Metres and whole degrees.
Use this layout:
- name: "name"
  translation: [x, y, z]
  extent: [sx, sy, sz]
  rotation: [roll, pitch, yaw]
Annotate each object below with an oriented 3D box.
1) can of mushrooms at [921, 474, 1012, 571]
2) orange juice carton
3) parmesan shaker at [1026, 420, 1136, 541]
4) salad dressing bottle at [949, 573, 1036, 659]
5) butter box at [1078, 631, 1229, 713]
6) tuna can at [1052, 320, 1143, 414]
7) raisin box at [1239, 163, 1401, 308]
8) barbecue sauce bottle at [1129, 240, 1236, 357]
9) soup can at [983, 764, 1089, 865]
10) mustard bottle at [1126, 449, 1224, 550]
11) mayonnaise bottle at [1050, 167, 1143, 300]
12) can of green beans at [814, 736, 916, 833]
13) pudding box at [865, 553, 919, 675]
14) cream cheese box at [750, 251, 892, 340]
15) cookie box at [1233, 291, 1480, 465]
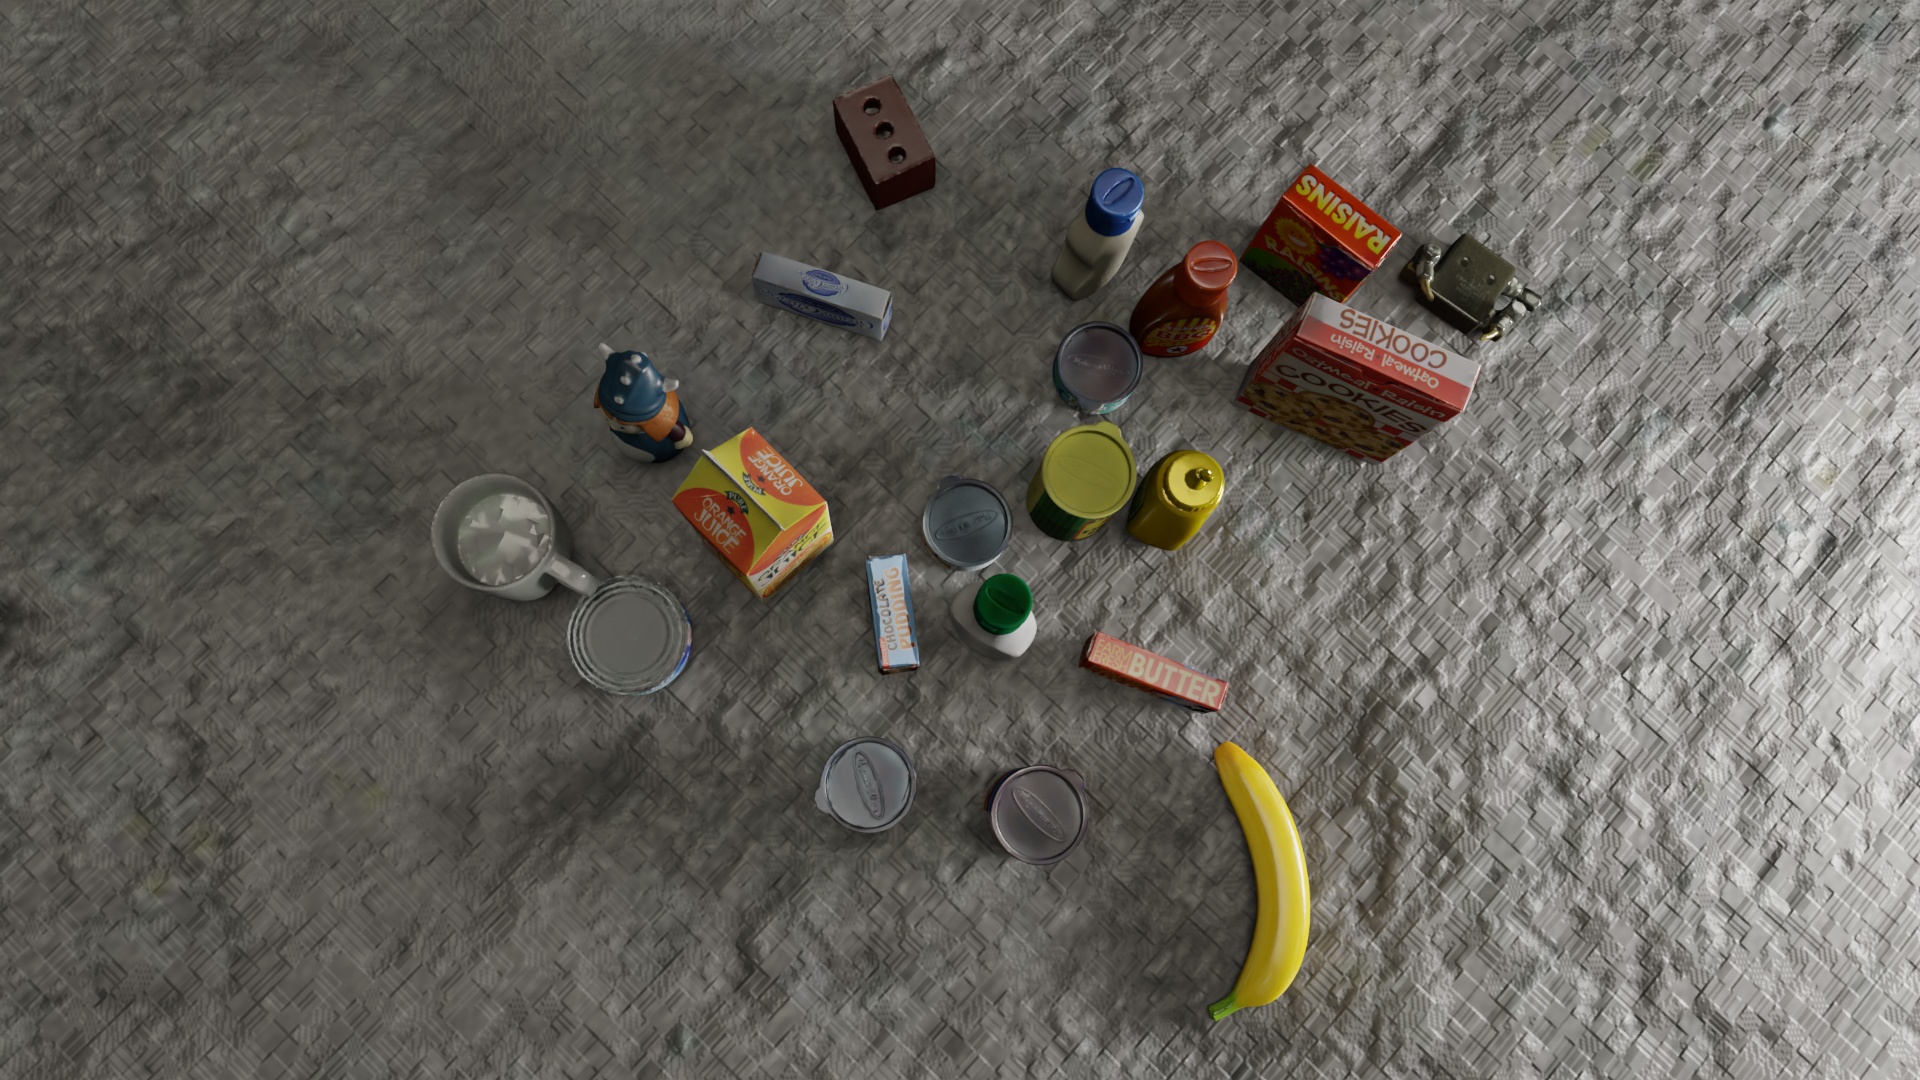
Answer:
- name: "can of mushrooms"
  translation: [0.004, -0.013, 1.031]
  extent: [0.071, 0.033, 0.071]
  rotation: [1, 80, -3]
- name: "orange juice carton"
  translation: [-0.139, -0.016, 0.943]
  extent: [0.073, 0.192, 0.072]
  rotation: [-44, 85, -9]
- name: "parmesan shaker"
  translation: [0.087, -0.041, 1.006]
  extent: [0.071, 0.103, 0.071]
  rotation: [1, 80, -3]
- name: "salad dressing bottle"
  translation: [0.025, 0.052, 0.963]
  extent: [0.064, 0.147, 0.044]
  rotation: [33, 80, 3]
- name: "butter box"
  translation: [0.139, 0.097, 1.009]
  extent: [0.103, 0.053, 0.024]
  rotation: [21, 80, 1]
- name: "tuna can"
  translation: [0.103, -0.129, 1.058]
  extent: [0.071, 0.032, 0.071]
  rotation: [1, 80, -3]
- name: "raisin box"
  translation: [0.266, -0.219, 1.038]
  extent: [0.086, 0.123, 0.040]
  rotation: [40, 81, 4]
- name: "barbecue sauce bottle"
  translation: [0.166, -0.175, 1.012]
  extent: [0.065, 0.148, 0.044]
  rotation: [-4, 81, -4]
- name: "soup can"
  translation: [0.053, 0.189, 0.972]
  extent: [0.071, 0.083, 0.071]
  rotation: [1, 80, -3]
- name: "mustard bottle"
  translation: [0.155, -0.034, 0.979]
  extent: [0.049, 0.160, 0.065]
  rotation: [23, 80, 1]
- name: "mayonnaise bottle"
  translation: [0.104, -0.226, 1.018]
  extent: [0.065, 0.148, 0.041]
  rotation: [-42, 85, -9]
- name: "can of green beans"
  translation: [-0.065, 0.172, 0.981]
  extent: [0.071, 0.057, 0.071]
  rotation: [1, 80, -3]
- name: "pudding box"
  translation: [-0.050, 0.053, 1.008]
  extent: [0.030, 0.049, 0.084]
  rotation: [-7, 80, -4]
- name: "cream cheese box"
  translation: [-0.103, -0.184, 1.046]
  extent: [0.104, 0.053, 0.024]
  rotation: [18, 80, 0]
- name: "cookie box"
  translation: [0.278, -0.110, 0.997]
  extent: [0.123, 0.167, 0.040]
  rotation: [24, 80, 1]
